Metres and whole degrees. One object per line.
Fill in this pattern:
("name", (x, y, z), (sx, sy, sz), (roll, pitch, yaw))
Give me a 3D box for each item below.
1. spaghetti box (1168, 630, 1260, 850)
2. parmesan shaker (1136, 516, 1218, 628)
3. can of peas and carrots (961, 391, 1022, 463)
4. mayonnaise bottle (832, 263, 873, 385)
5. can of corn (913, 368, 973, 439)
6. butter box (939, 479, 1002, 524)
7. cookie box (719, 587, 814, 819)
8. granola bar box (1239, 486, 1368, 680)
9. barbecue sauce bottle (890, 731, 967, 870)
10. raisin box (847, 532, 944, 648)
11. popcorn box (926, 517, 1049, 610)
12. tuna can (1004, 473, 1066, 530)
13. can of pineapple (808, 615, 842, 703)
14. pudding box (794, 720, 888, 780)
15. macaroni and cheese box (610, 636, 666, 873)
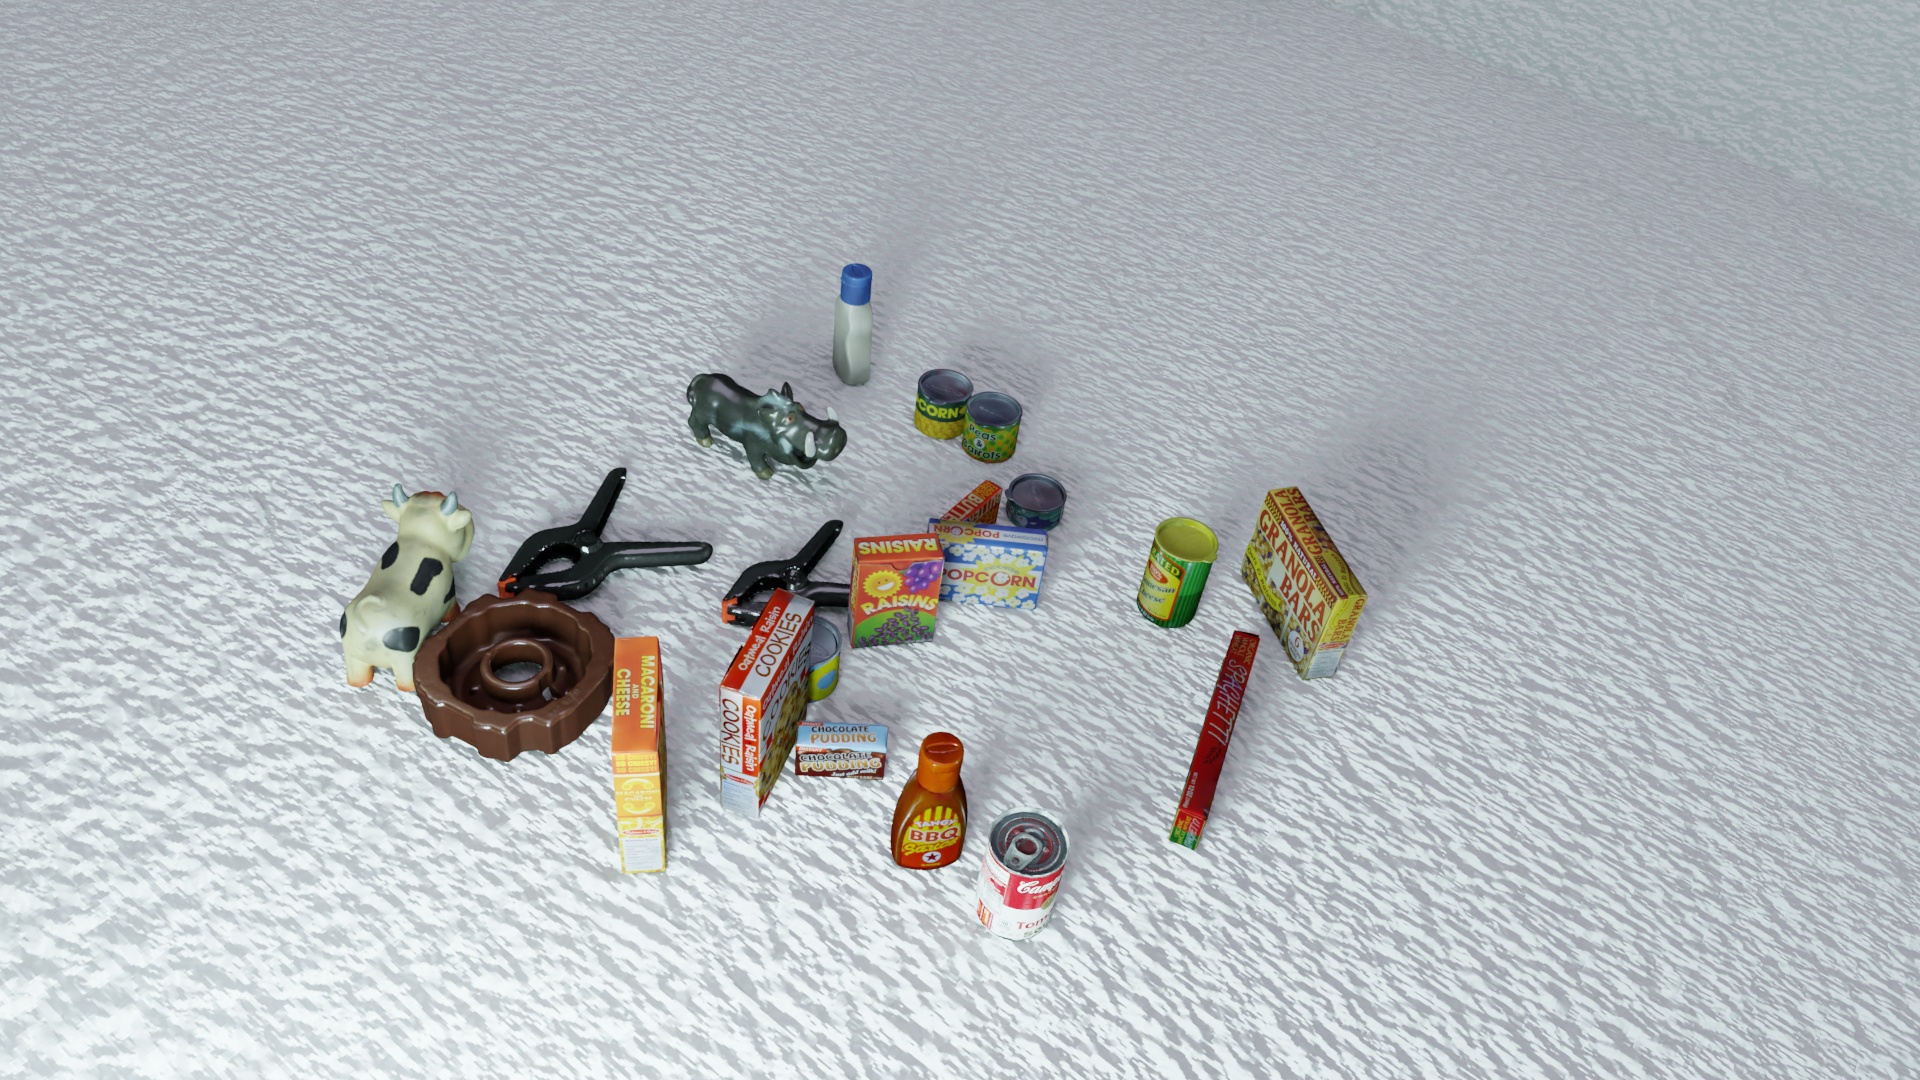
("spaghetti box", (0.246, 0.185, 1.336), (0.029, 0.049, 0.251), (19, 44, 10))
("parmesan shaker", (0.227, 0.036, 1.453), (0.071, 0.102, 0.072), (5, 43, -4))
("can of peas and carrots", (0.035, -0.131, 1.633), (0.071, 0.058, 0.071), (5, 43, -4))
("mayonnaise bottle", (-0.129, -0.263, 1.681), (0.041, 0.147, 0.065), (-13, 47, -22))
("can of corn", (-0.021, -0.161, 1.655), (0.071, 0.058, 0.071), (5, 43, -4))
("butter box", (0.005, -0.019, 1.512), (0.024, 0.052, 0.104), (30, 47, 21))
("cookie box", (-0.172, 0.144, 1.224), (0.040, 0.166, 0.123), (16, 43, 8))
("granola bar box", (0.354, 0.044, 1.451), (0.039, 0.123, 0.166), (-6, 45, -16))
("barbecue sauce bottle", (-0.023, 0.221, 1.179), (0.065, 0.147, 0.044), (-2, 44, -12))
("raisin box", (-0.066, 0.050, 1.374), (0.086, 0.122, 0.040), (-3, 44, -13))
("popcorn box", (0.023, 0.025, 1.444), (0.127, 0.084, 0.038), (6, 43, -3))
("tuna can", (0.082, -0.042, 1.564), (0.071, 0.032, 0.071), (5, 43, -4))
("can of pineapple", (-0.150, 0.115, 1.338), (0.071, 0.057, 0.071), (5, 43, -4))
("pudding box", (-0.109, 0.192, 1.269), (0.084, 0.049, 0.030), (4, 43, -5))
("macaroni and cheese box", (-0.268, 0.181, 1.169), (0.040, 0.165, 0.124), (-1, 44, -11))
